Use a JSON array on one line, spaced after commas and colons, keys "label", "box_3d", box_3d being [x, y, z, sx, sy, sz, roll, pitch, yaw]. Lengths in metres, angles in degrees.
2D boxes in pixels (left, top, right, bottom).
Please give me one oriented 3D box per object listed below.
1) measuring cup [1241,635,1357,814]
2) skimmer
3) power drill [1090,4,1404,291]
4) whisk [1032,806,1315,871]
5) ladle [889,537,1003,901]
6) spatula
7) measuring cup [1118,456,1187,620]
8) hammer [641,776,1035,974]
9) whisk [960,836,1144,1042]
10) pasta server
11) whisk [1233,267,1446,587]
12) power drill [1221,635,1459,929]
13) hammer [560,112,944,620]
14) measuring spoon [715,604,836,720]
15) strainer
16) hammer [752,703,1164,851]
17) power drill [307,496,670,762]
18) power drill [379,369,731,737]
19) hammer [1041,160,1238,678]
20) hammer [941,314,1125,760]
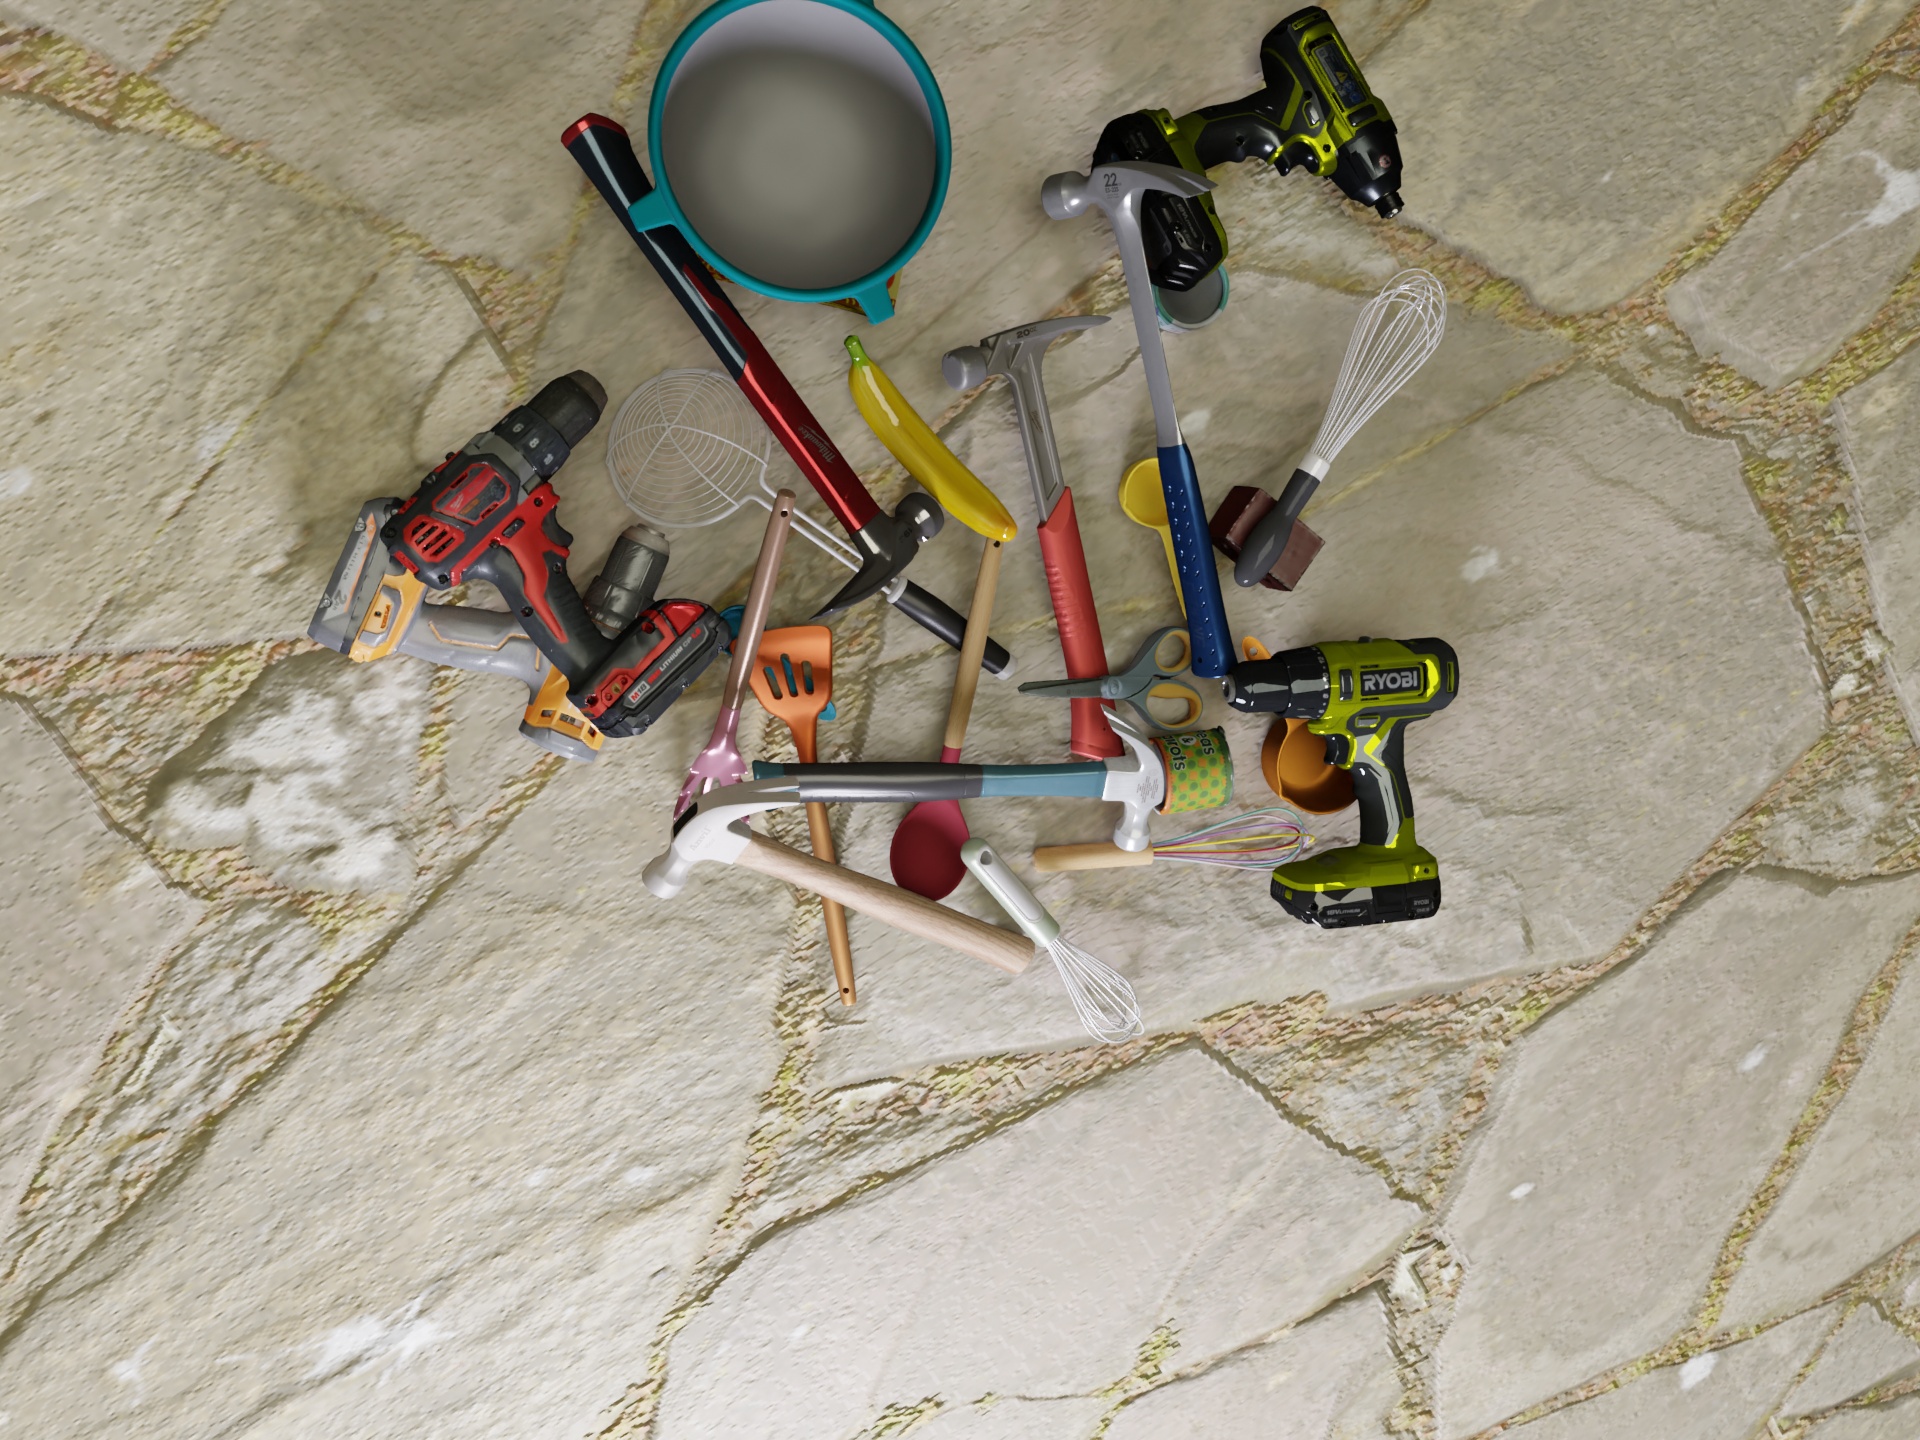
[{"label": "measuring cup", "box_3d": [0.277, -0.001, 1.345, 0.095, 0.052, 0.173, -36, 103, -5]}, {"label": "skimmer", "box_3d": [-0.107, -0.140, 1.248, 0.363, 0.090, 0.127, 34, 85, -26]}, {"label": "power drill", "box_3d": [0.230, -0.433, 1.233, 0.223, 0.080, 0.171, -30, 90, -13]}, {"label": "whisk", "box_3d": [0.182, 0.107, 1.345, 0.245, 0.047, 0.051, -4, 101, -9]}, {"label": "ladle", "box_3d": [-0.002, -0.004, 1.271, 0.069, 0.031, 0.315, 6, 107, -19]}, {"label": "spatula", "box_3d": [-0.116, 0.081, 1.274, 0.081, 0.041, 0.322, -8, 102, 3]}, {"label": "measuring cup", "box_3d": [0.173, -0.143, 1.313, 0.062, 0.029, 0.156, -23, 108, -8]}, {"label": "hammer", "box_3d": [-0.075, 0.135, 1.256, 0.331, 0.031, 0.130, 25, 118, -29]}, {"label": "whisk", "box_3d": [0.077, 0.182, 1.309, 0.246, 0.059, 0.058, 50, 63, -25]}, {"label": "pasta server", "box_3d": [-0.163, -0.029, 1.187, 0.060, 0.040, 0.316, 5, 126, -23]}, {"label": "whisk", "box_3d": [0.296, -0.229, 1.259, 0.070, 0.070, 0.284, 31, 95, -15]}, {"label": "power drill", "box_3d": [0.308, 0.047, 1.293, 0.190, 0.080, 0.228, -5, 97, -12]}, {"label": "hammer", "box_3d": [-0.166, -0.256, 1.149, 0.386, 0.038, 0.143, 53, 53, -15]}, {"label": "measuring spoon", "box_3d": [-0.145, -0.045, 1.264, 0.042, 0.021, 0.128, -41, 115, 9]}, {"label": "strainer", "box_3d": [-0.099, -0.461, 1.126, 0.211, 0.095, 0.340, 18, 91, -18]}, {"label": "hammer", "box_3d": [0.002, 0.049, 1.248, 0.331, 0.033, 0.128, 0, 124, -13]}, {"label": "power drill", "box_3d": [-0.339, -0.092, 1.180, 0.226, 0.084, 0.185, 24, 91, -19]}, {"label": "power drill", "box_3d": [-0.267, -0.118, 1.131, 0.226, 0.080, 0.188, 46, 74, -17]}, {"label": "hammer", "box_3d": [0.164, -0.223, 1.226, 0.035, 0.144, 0.405, -31, 116, -36]}, {"label": "hammer", "box_3d": [0.089, -0.138, 1.278, 0.149, 0.037, 0.359, -23, 108, -28]}]
